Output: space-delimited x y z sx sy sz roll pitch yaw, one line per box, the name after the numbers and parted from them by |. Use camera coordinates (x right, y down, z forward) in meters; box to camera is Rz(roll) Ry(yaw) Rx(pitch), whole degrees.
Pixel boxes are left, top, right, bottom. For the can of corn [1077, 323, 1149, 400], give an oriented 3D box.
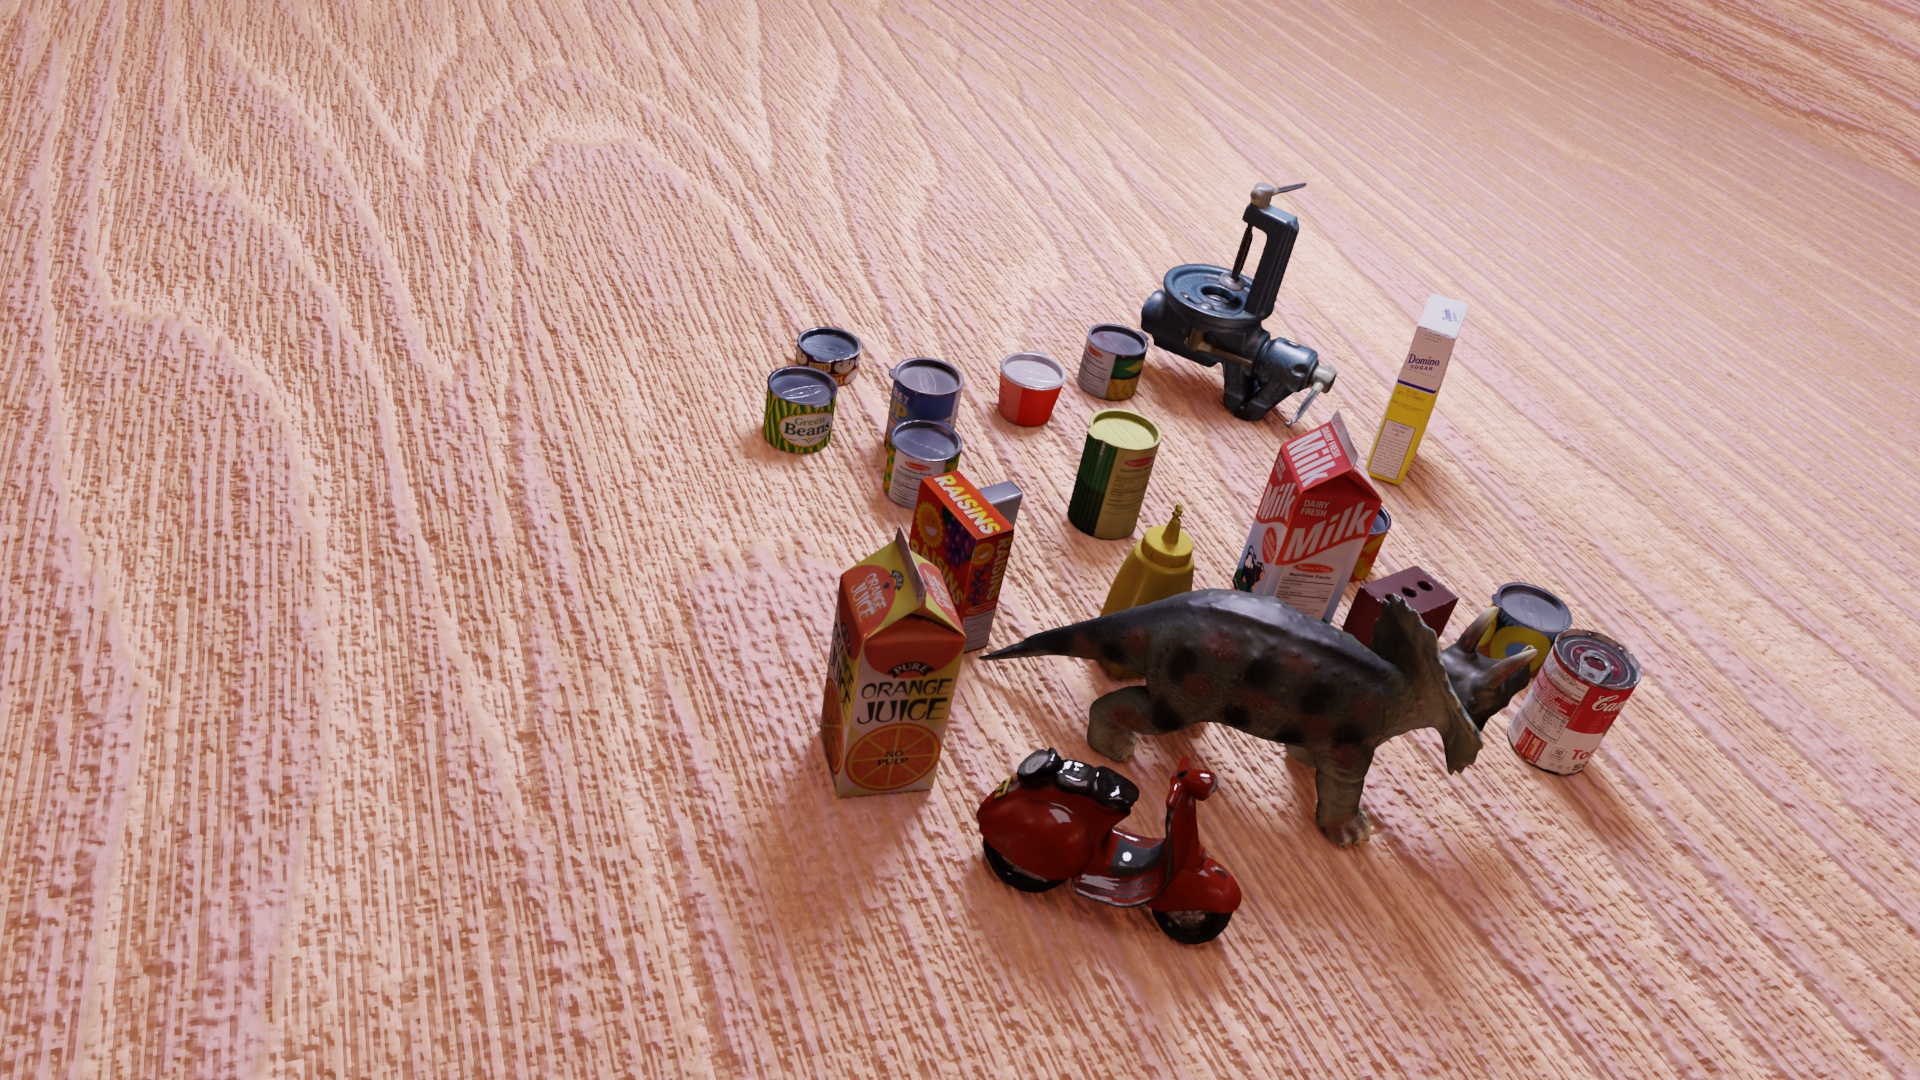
0.164 -0.191 1.483 0.071 0.058 0.071 8 37 -6 | can of corn

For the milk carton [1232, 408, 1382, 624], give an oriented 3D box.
0.298 -0.014 1.180 0.073 0.189 0.073 6 37 -8 | milk carton

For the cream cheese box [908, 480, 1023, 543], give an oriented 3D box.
0.004 -0.015 1.214 0.104 0.053 0.024 -16 45 -32 | cream cheese box

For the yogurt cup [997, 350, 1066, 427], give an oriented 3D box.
0.069 -0.152 1.410 0.072 0.053 0.073 8 37 -6 | yogurt cup

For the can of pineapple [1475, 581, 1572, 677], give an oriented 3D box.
0.492 0.078 1.222 0.071 0.057 0.071 8 37 -6 | can of pineapple

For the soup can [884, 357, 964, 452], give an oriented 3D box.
-0.038 -0.122 1.317 0.071 0.083 0.072 8 37 -6 | soup can

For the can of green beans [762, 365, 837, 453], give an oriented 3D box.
-0.152 -0.123 1.309 0.071 0.057 0.071 8 37 -6 | can of green beans

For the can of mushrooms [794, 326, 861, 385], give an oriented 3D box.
-0.136 -0.187 1.417 0.071 0.033 0.071 8 37 -6 | can of mushrooms

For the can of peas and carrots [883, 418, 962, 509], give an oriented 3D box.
-0.034 -0.071 1.272 0.071 0.058 0.071 8 37 -6 | can of peas and carrots

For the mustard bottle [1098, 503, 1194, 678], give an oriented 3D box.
0.151 0.038 1.096 0.065 0.159 0.049 -9 42 -26 | mustard bottle

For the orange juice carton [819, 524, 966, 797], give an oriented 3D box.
-0.047 0.084 0.955 0.073 0.191 0.072 -2 39 -18 | orange juice carton

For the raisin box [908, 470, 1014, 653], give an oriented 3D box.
-0.004 0.019 1.110 0.040 0.122 0.086 -14 44 -30 | raisin box

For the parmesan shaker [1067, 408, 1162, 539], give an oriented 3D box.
0.137 -0.060 1.268 0.071 0.102 0.072 8 37 -6 | parmesan shaker

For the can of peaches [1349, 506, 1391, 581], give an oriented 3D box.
0.357 -0.003 1.291 0.071 0.057 0.071 8 37 -6 | can of peaches
